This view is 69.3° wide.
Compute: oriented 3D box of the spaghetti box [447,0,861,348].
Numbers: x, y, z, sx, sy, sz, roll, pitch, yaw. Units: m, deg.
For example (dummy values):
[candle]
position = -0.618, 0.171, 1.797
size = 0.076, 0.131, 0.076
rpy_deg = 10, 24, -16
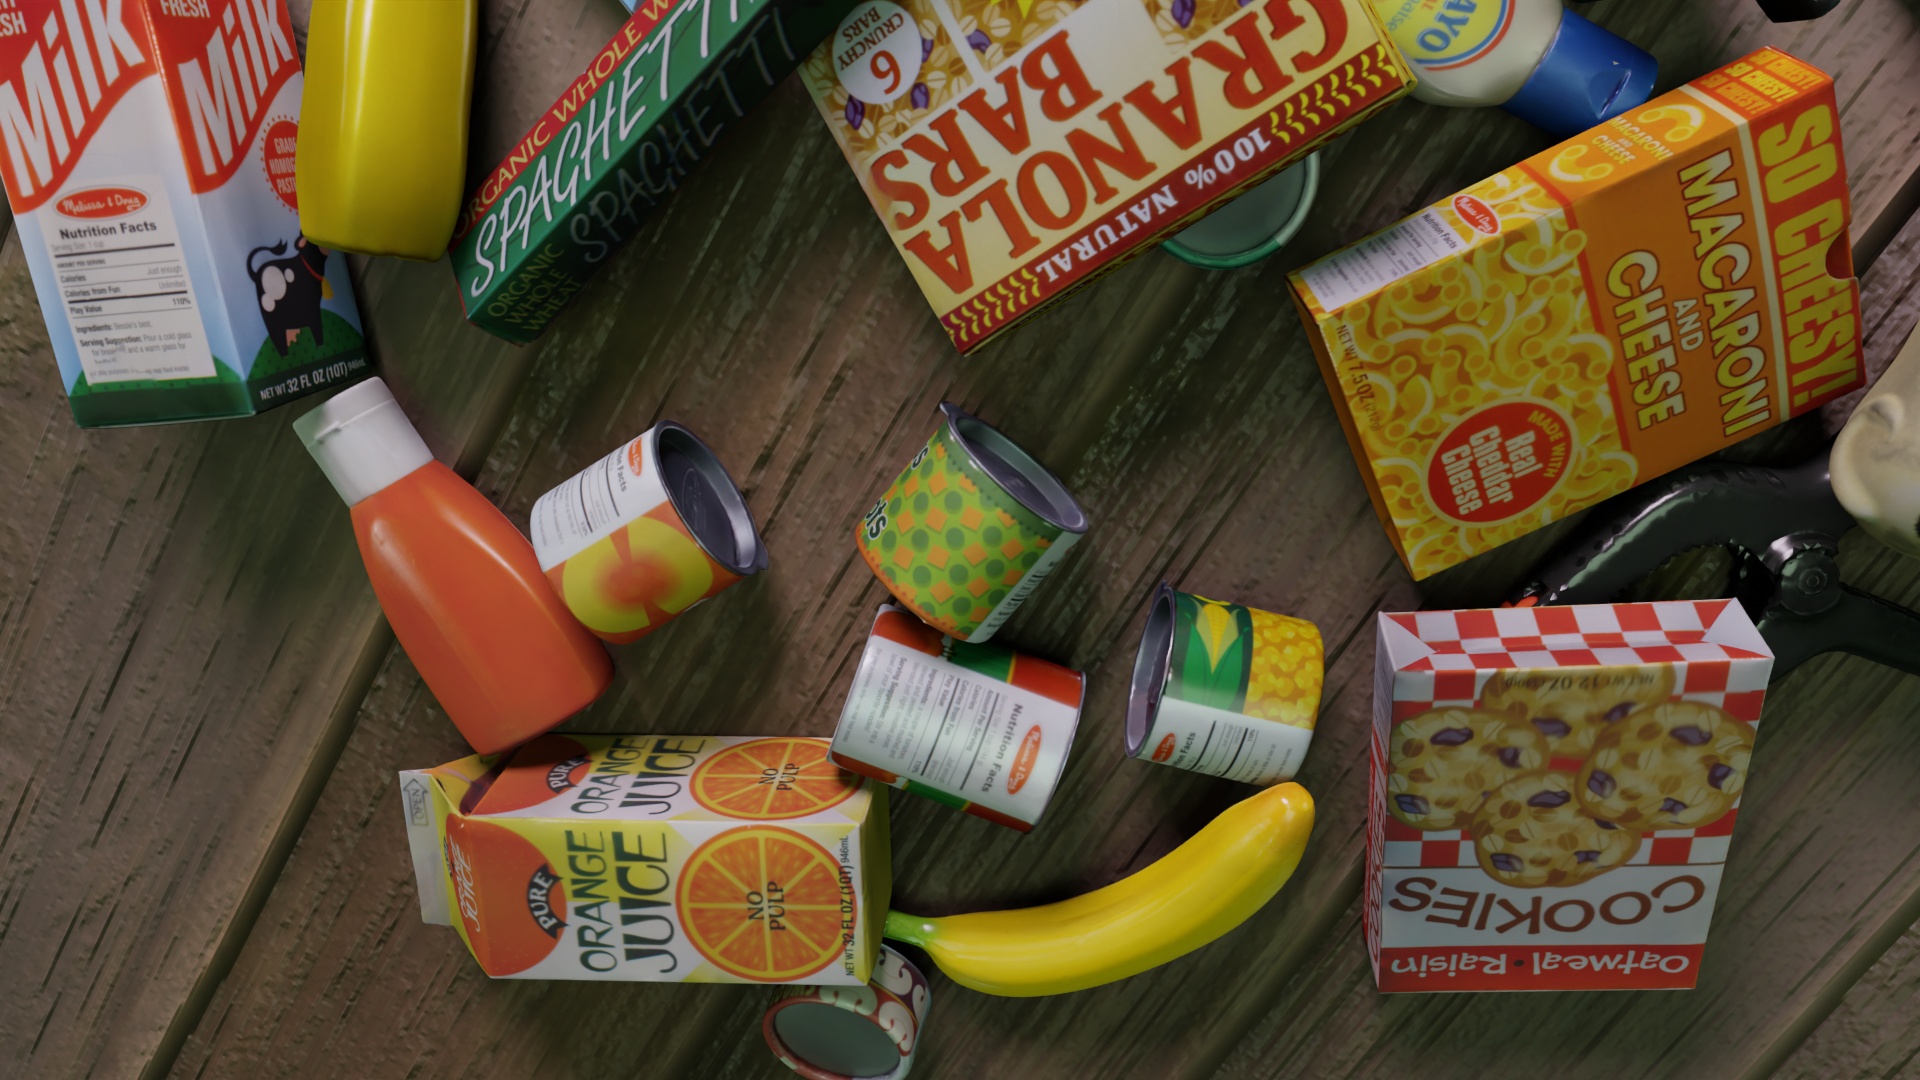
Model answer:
[spaghetti box]
position = -0.084, -0.161, 0.459
size = 0.249, 0.028, 0.050
rpy_deg = -39, 57, 21

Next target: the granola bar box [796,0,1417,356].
[granola bar box]
position = 0.040, -0.153, 0.446
size = 0.165, 0.039, 0.124
rpy_deg = -29, 93, 25

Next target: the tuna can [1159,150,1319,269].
[tuna can]
position = 0.088, -0.129, 0.485
size = 0.071, 0.033, 0.070
rpy_deg = 1, 108, 3

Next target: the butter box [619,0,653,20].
[butter box]
position = -0.118, -0.228, 0.470
size = 0.053, 0.024, 0.103
rpy_deg = -37, 102, 14

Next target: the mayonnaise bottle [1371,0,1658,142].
[mayonnaise bottle]
position = 0.157, -0.178, 0.461
size = 0.148, 0.041, 0.064
rpy_deg = 26, 108, -5

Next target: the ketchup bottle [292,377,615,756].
[ketchup bottle]
position = -0.199, 0.009, 0.539
size = 0.064, 0.044, 0.148
rpy_deg = -27, 104, 10

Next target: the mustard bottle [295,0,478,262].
[mustard bottle]
position = -0.191, -0.177, 0.471
size = 0.049, 0.065, 0.160
rpy_deg = 2, 104, -41

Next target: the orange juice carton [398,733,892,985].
[orange juice carton]
position = -0.127, 0.125, 0.557
size = 0.193, 0.073, 0.071
rpy_deg = 0, 108, 4

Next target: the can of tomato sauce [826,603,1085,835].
[can of tomato sauce]
position = -0.002, 0.068, 0.537
size = 0.083, 0.071, 0.071
rpy_deg = 20, 108, -3

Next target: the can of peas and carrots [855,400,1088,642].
[can of peas and carrots]
position = 0.002, -0.006, 0.512
size = 0.071, 0.071, 0.058
rpy_deg = 38, 106, -9

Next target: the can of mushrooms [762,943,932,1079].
[can of mushrooms]
position = -0.050, 0.198, 0.585
size = 0.071, 0.034, 0.070
rpy_deg = 9, 128, 11

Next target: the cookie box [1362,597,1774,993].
[cookie box]
position = 0.220, 0.101, 0.524
size = 0.123, 0.040, 0.166
rpy_deg = -3, 122, 8

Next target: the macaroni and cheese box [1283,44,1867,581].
[macaroni and cheese box]
position = 0.212, -0.071, 0.473
size = 0.166, 0.040, 0.123
rpy_deg = -25, 125, 11

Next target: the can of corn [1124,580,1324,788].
[can of corn]
position = 0.099, 0.054, 0.527
size = 0.058, 0.071, 0.071
rpy_deg = 13, 108, -2

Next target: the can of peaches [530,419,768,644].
[can of peaches]
position = -0.116, -0.001, 0.520
size = 0.058, 0.071, 0.071
rpy_deg = -29, 104, 12

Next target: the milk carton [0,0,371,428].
[milk carton]
position = -0.275, -0.140, 0.478
size = 0.073, 0.072, 0.189
rpy_deg = -3, 108, 12
